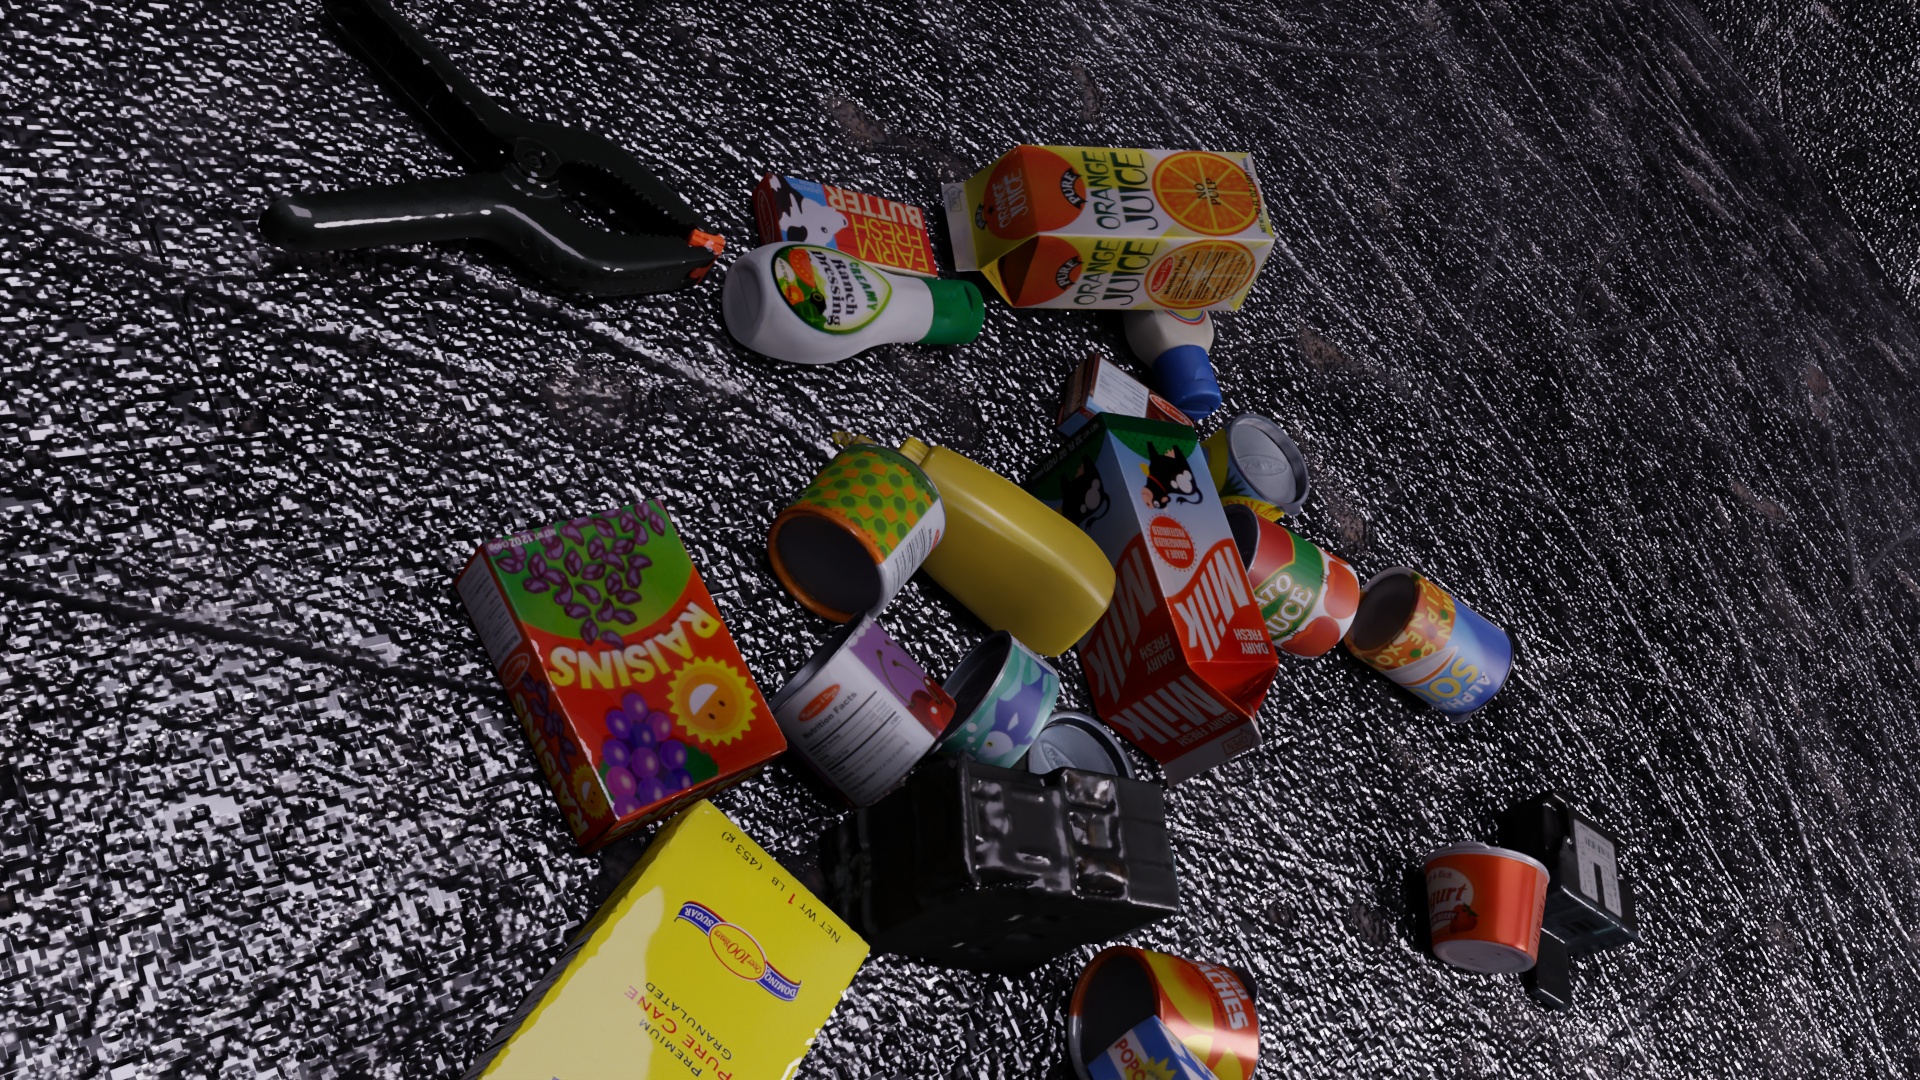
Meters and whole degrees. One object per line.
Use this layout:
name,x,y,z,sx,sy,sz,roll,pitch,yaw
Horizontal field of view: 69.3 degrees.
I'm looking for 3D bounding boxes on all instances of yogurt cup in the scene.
yogurt cup,0.298,0.211,0.789,0.072,0.072,0.054,29,56,-21

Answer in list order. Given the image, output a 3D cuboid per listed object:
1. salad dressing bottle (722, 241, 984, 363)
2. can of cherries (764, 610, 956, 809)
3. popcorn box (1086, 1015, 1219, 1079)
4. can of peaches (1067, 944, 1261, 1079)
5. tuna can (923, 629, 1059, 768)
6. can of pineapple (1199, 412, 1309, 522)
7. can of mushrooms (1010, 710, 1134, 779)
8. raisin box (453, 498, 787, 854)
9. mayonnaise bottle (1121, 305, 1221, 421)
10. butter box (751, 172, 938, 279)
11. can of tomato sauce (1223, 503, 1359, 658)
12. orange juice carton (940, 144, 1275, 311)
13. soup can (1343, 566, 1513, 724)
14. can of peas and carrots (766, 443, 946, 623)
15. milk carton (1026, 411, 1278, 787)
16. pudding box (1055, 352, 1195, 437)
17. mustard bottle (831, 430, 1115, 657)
salad dressing bottle,-0.054,-0.126,0.746,0.148,0.043,0.064,-5,70,-40
can of cherries,-0.044,0.073,0.607,0.058,0.071,0.072,45,44,-6
popcorn box,0.109,0.258,0.553,0.126,0.038,0.085,51,1,-32
can of peaches,0.090,0.215,0.615,0.058,0.071,0.071,19,52,-27
tuna can,0.013,0.079,0.648,0.033,0.070,0.071,38,45,-13
can of pineapple,0.170,-0.034,0.853,0.071,0.057,0.071,20,52,-27
can of mushrooms,0.049,0.120,0.671,0.071,0.033,0.071,20,52,-28
raisin box,-0.138,0.052,0.565,0.086,0.040,0.123,-18,73,-45
mayonnaise bottle,0.134,-0.148,0.911,0.065,0.041,0.148,4,59,-30
butter box,-0.064,-0.170,0.781,0.104,0.024,0.053,3,61,-37
can of tomato sauce,0.182,0.027,0.816,0.083,0.071,0.071,26,49,-24
orange juice carton,0.086,-0.191,0.855,0.193,0.072,0.072,-1,61,-12
soup can,0.295,0.066,0.880,0.084,0.071,0.072,31,47,-18
can of peas and carrots,-0.051,-0.004,0.653,0.071,0.070,0.059,44,45,-6
milk carton,0.107,0.032,0.749,0.073,0.072,0.191,4,60,-37
pudding box,0.102,-0.070,0.842,0.083,0.030,0.050,31,46,-19
mustard bottle,0.002,-0.009,0.699,0.160,0.065,0.049,38,33,-8
